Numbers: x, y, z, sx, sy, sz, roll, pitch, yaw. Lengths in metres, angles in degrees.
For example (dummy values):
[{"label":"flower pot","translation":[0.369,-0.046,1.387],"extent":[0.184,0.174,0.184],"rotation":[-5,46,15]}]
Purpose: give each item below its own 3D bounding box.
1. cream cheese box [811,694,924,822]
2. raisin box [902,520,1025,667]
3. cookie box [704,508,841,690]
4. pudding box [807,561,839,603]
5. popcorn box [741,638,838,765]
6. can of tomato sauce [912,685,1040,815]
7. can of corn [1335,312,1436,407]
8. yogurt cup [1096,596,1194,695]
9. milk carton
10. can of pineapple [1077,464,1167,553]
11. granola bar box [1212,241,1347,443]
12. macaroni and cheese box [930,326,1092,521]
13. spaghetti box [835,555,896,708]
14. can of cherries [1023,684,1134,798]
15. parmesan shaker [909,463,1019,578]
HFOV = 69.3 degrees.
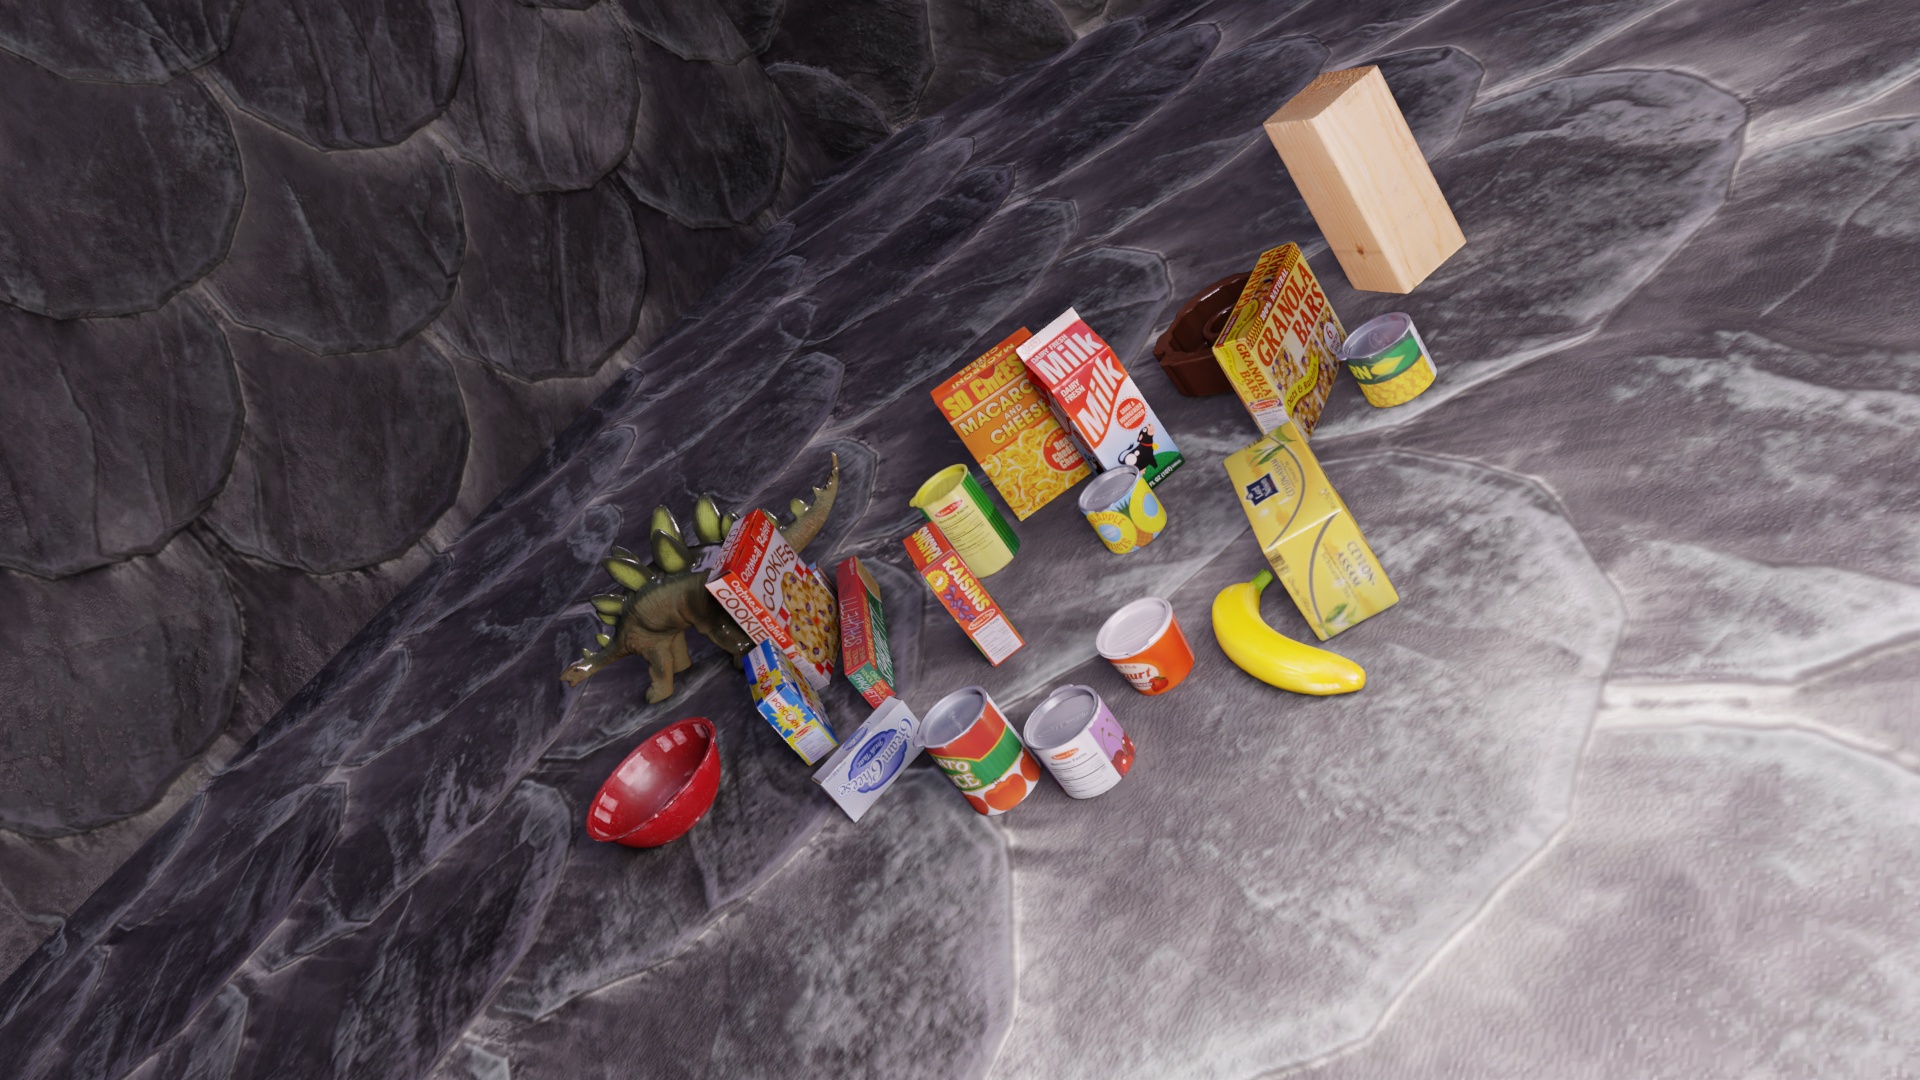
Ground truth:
[{"label":"cream cheese box","translation":[-0.077,0.192,1.225],"extent":[0.104,0.053,0.024],"rotation":[-46,25,-20]},{"label":"raisin box","translation":[0.002,0.049,1.293],"extent":[0.040,0.123,0.086],"rotation":[-36,23,2]},{"label":"cookie box","translation":[-0.191,0.064,1.472],"extent":[0.040,0.167,0.123],"rotation":[-27,25,21]},{"label":"pudding box","translation":[-0.186,0.069,1.604],"extent":[0.083,0.049,0.030],"rotation":[-35,24,4]},{"label":"popcorn box","translation":[-0.170,0.158,1.375],"extent":[0.038,0.085,0.127],"rotation":[-38,24,-2]},{"label":"can of tomato sauce","translation":[0.014,0.169,1.106],"extent":[0.071,0.083,0.071],"rotation":[-30,24,15]},{"label":"can of corn","translation":[0.380,-0.159,1.239],"extent":[0.071,0.058,0.071],"rotation":[-30,24,15]},{"label":"yogurt cup","translation":[0.150,0.086,1.108],"extent":[0.072,0.054,0.073],"rotation":[-30,24,15]},{"label":"milk carton","translation":[0.133,-0.134,1.365],"extent":[0.072,0.190,0.073],"rotation":[-39,23,-4]},{"label":"can of pineapple","translation":[0.152,-0.028,1.309],"extent":[0.071,0.057,0.071],"rotation":[-30,24,15]},{"label":"granola bar box","translation":[0.304,-0.183,1.304],"extent":[0.039,0.124,0.166],"rotation":[-14,32,42]},{"label":"macaroni and cheese box","translation":[0.066,-0.122,1.464],"extent":[0.123,0.166,0.040],"rotation":[-35,23,4]},{"label":"spaghetti box","translation":[-0.101,0.090,1.448],"extent":[0.028,0.050,0.251],"rotation":[-34,24,8]},{"label":"can of cherries","translation":[0.092,0.152,1.061],"extent":[0.071,0.058,0.072],"rotation":[-30,24,15]},{"label":"parmesan shaker","translation":[0.005,-0.018,1.436],"extent":[0.071,0.103,0.071],"rotation":[-30,24,15]}]
